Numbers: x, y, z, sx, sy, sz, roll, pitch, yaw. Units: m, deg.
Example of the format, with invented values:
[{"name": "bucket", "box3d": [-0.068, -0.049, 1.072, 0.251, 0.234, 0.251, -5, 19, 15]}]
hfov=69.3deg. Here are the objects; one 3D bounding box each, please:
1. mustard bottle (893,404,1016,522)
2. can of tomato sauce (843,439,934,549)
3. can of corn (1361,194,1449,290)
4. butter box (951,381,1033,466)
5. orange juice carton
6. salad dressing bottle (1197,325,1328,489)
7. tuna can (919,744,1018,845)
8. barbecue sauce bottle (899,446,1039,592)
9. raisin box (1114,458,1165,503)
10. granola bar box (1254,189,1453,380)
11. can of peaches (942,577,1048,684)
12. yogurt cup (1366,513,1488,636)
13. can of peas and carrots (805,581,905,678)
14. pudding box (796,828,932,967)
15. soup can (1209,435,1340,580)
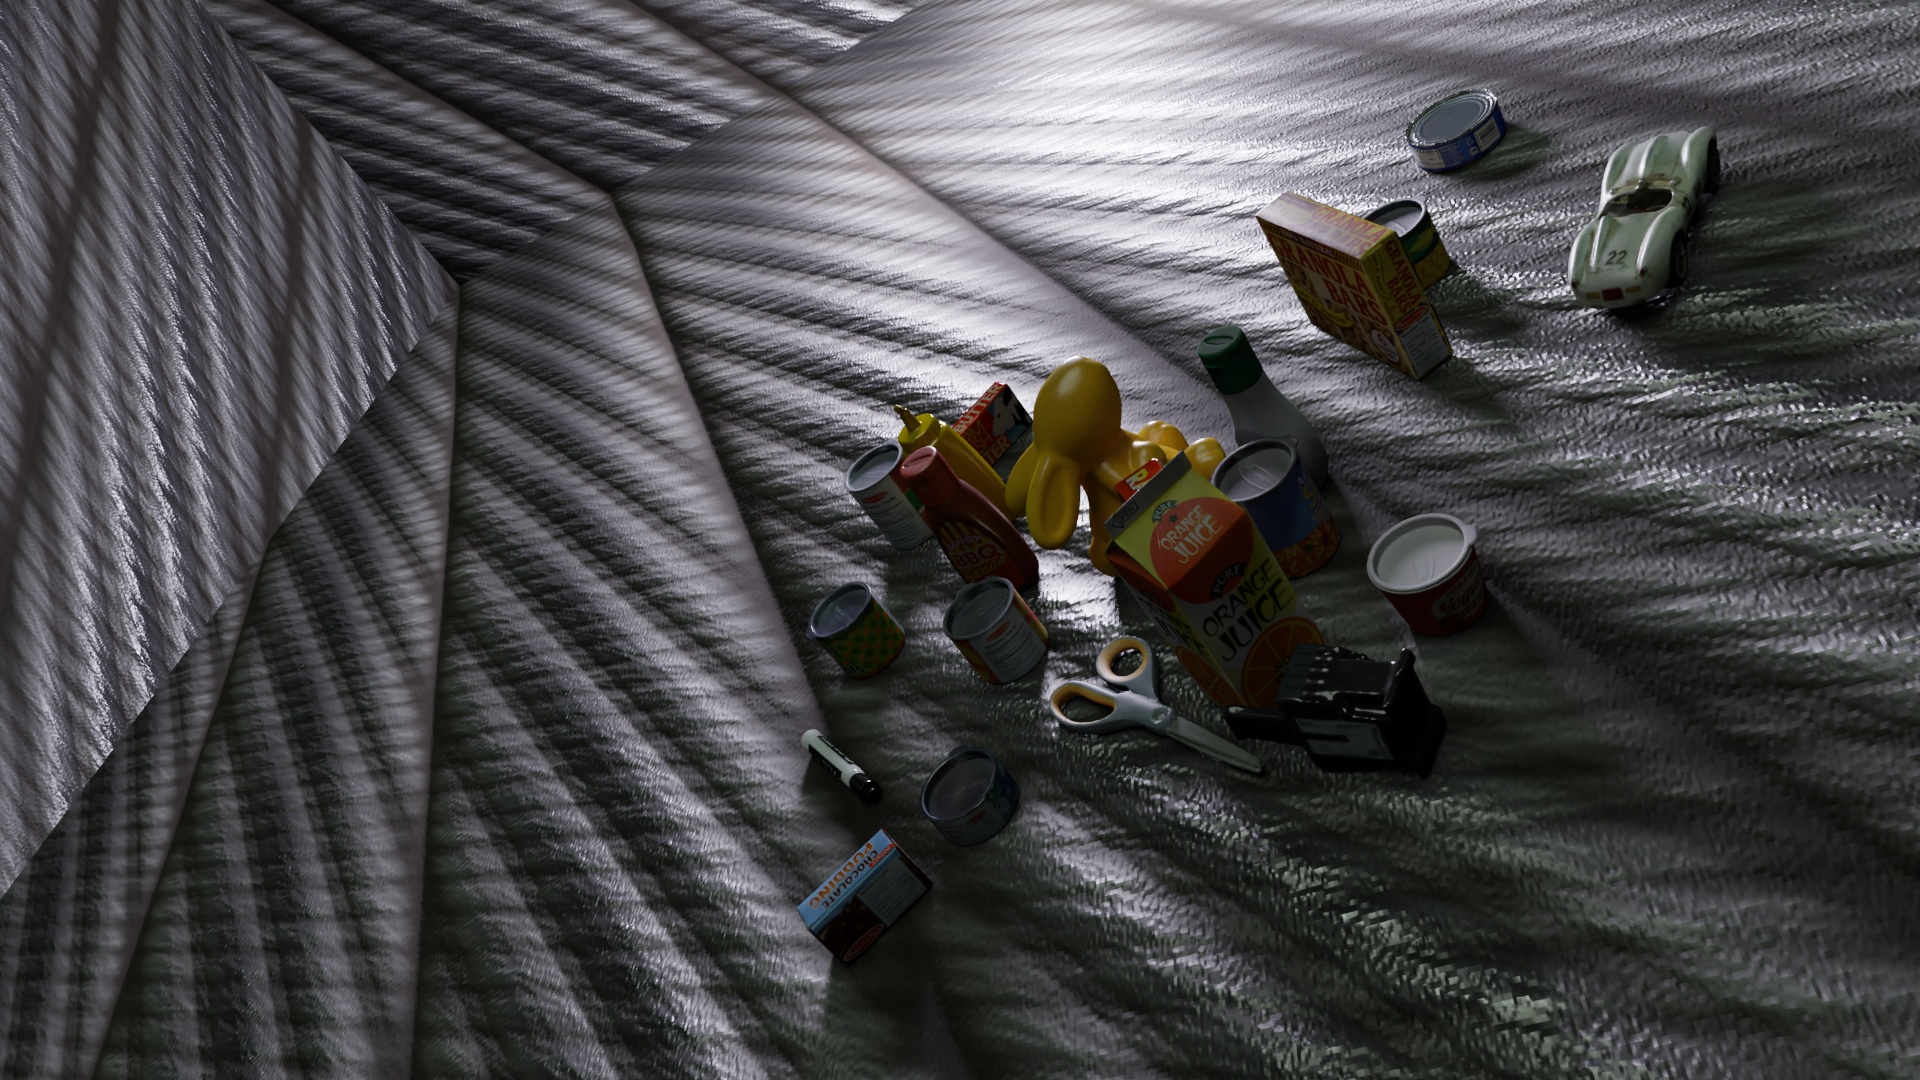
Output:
[{"name": "mustard bottle", "box3d": [-0.012, -0.066, 1.241, 0.065, 0.159, 0.049, -39, 30, -2]}, {"name": "can of tomato sauce", "box3d": [-0.061, -0.043, 1.337, 0.071, 0.083, 0.071, -27, 32, 18]}, {"name": "can of corn", "box3d": [0.378, -0.251, 1.187, 0.071, 0.058, 0.071, -27, 32, 18]}, {"name": "butter box", "box3d": [0.021, -0.102, 1.362, 0.104, 0.053, 0.024, -47, 31, -16]}, {"name": "orange juice carton", "box3d": [0.162, 0.032, 0.893, 0.072, 0.192, 0.073, -43, 30, -9]}, {"name": "salad dressing bottle", "box3d": [0.226, -0.095, 1.044, 0.044, 0.147, 0.064, -50, 32, -20]}, {"name": "tuna can", "box3d": [0.006, 0.184, 1.006, 0.071, 0.032, 0.071, -26, 32, 18]}, {"name": "barbecue sauce bottle", "box3d": [0.004, -0.015, 1.165, 0.064, 0.148, 0.044, -19, 35, 30]}, {"name": "raisin box", "box3d": [0.166, 0.010, 0.987, 0.040, 0.123, 0.086, -35, 30, 4]}, {"name": "granola bar box", "box3d": [0.318, -0.211, 1.130, 0.039, 0.124, 0.166, -37, 30, 1]}, {"name": "can of peaches", "box3d": [0.028, 0.072, 1.112, 0.071, 0.058, 0.071, -27, 32, 18]}, {"name": "yogurt cup", "box3d": [0.304, 0.024, 0.894, 0.072, 0.053, 0.073, -26, 32, 18]}, {"name": "can of peas and carrots", "box3d": [-0.093, 0.081, 1.224, 0.071, 0.058, 0.071, -27, 32, 18]}, {"name": "pudding box", "box3d": [-0.067, 0.251, 0.975, 0.084, 0.049, 0.030, -43, 30, -9]}, {"name": "soup can", "box3d": [0.231, -0.024, 1.005, 0.071, 0.083, 0.072, -27, 32, 18]}]
